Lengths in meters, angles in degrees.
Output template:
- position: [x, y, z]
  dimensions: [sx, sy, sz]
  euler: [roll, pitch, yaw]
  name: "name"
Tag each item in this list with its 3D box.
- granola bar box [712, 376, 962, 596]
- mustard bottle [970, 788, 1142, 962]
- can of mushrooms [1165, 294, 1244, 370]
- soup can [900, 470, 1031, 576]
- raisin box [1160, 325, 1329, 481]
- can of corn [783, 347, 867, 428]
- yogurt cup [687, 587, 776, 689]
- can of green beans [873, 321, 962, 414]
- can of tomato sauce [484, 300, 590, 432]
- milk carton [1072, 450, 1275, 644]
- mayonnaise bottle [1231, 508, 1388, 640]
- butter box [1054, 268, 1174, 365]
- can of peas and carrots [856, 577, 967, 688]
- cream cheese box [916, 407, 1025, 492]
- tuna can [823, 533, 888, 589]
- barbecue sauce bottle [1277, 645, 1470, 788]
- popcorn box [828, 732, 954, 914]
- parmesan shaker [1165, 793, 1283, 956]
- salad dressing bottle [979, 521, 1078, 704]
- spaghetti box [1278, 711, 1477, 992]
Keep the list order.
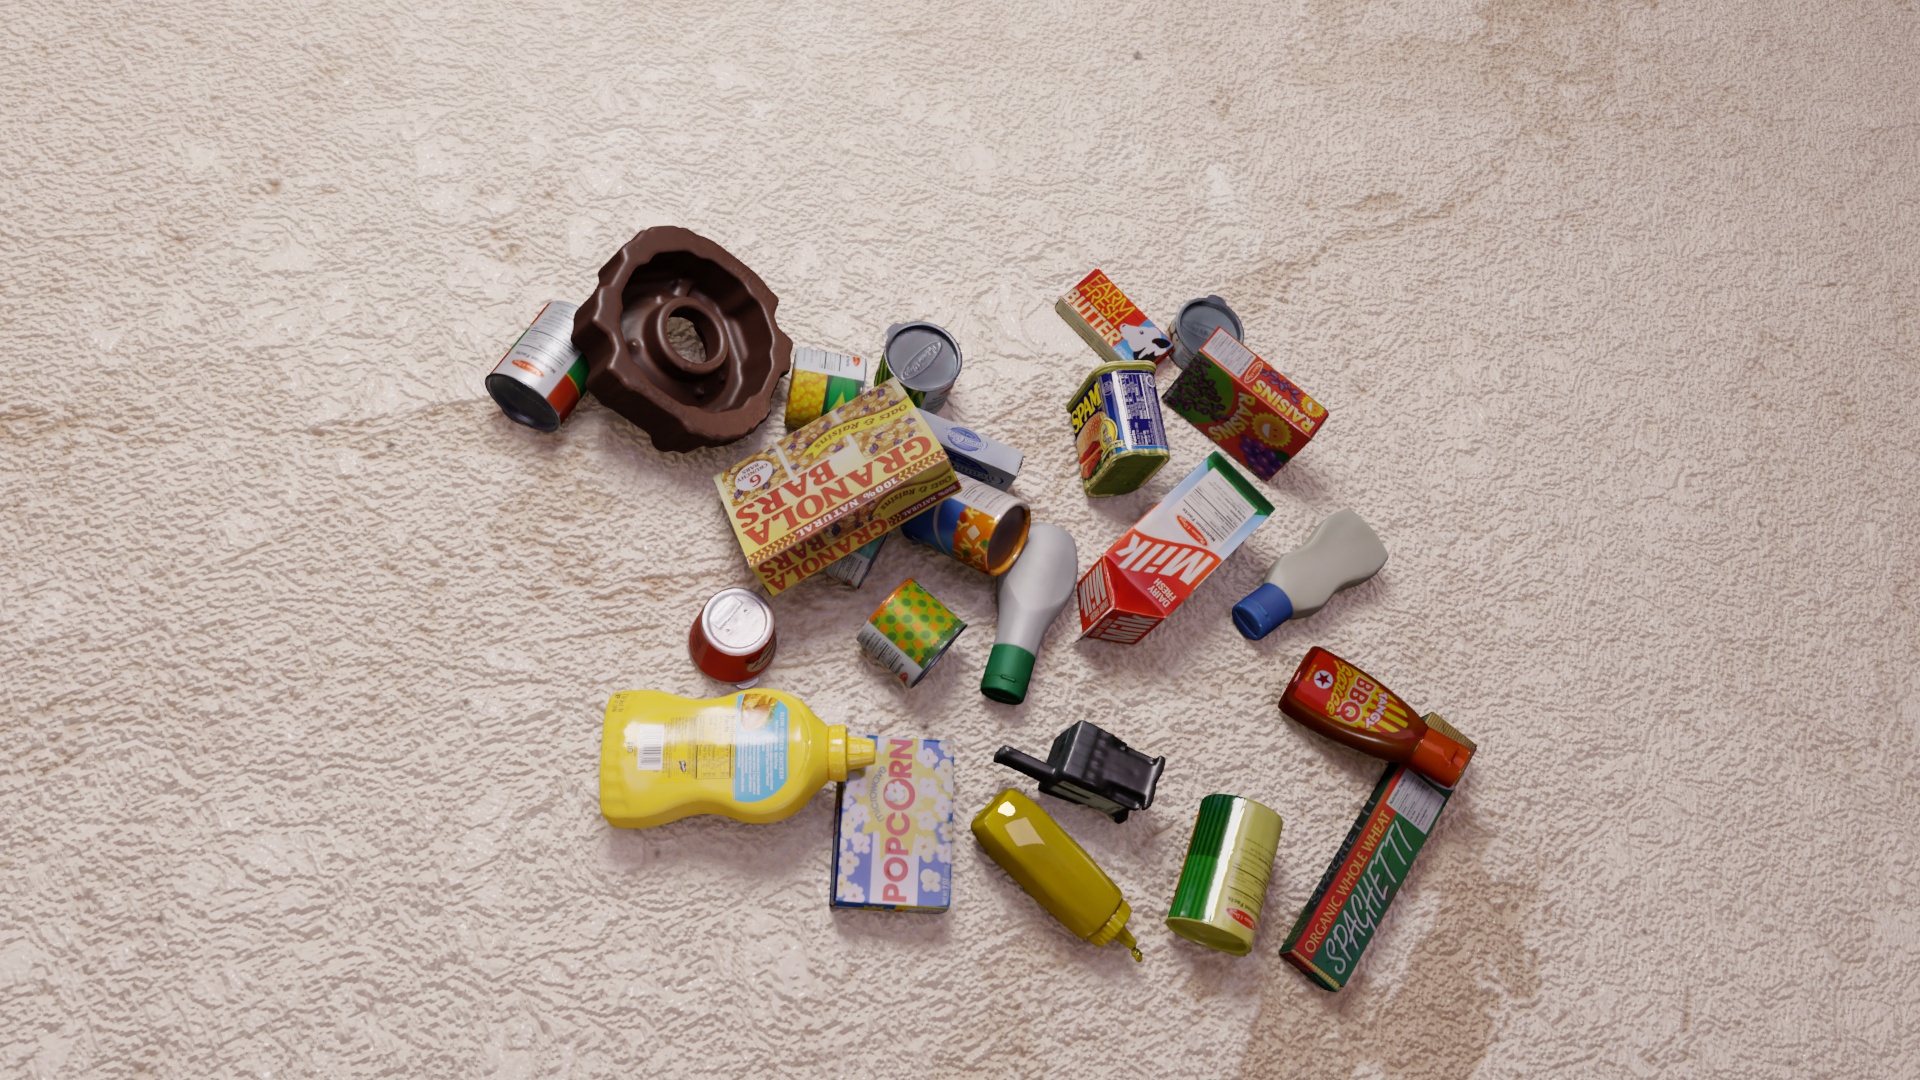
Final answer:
- position: [-0.096, -0.043, 1.066]
  dimensions: [0.166, 0.039, 0.125]
  euler: [-29, 42, -3]
  name: "granola bar box"
- position: [0.079, 0.254, 1.034]
  dimensions: [0.160, 0.065, 0.049]
  euler: [44, 70, 0]
  name: "mustard bottle"
- position: [0.223, -0.188, 1.270]
  dimensions: [0.071, 0.033, 0.071]
  euler: [5, 67, -12]
  name: "can of mushrooms"
- position: [0.004, -0.014, 1.108]
  dimensions: [0.084, 0.071, 0.071]
  euler: [25, 61, 28]
  name: "soup can"
- position: [0.249, -0.118, 1.218]
  dimensions: [0.123, 0.085, 0.040]
  euler: [40, 60, 4]
  name: "raisin box"
- position: [-0.112, -0.119, 1.140]
  dimensions: [0.058, 0.071, 0.071]
  euler: [9, 66, -10]
  name: "can of corn"
- position: [-0.171, 0.070, 1.050]
  dimensions: [0.072, 0.053, 0.072]
  euler: [5, 66, -12]
  name: "yogurt cup"
- position: [-0.037, -0.142, 1.171]
  dimensions: [0.071, 0.057, 0.071]
  euler: [5, 67, -12]
  name: "can of green beans"
- position: [-0.321, -0.136, 1.092]
  dimensions: [0.071, 0.071, 0.083]
  euler: [29, 61, -1]
  name: "can of tomato sauce"
- position: [0.165, 0.017, 1.148]
  dimensions: [0.073, 0.072, 0.191]
  euler: [46, 64, 7]
  name: "milk carton"
- position: [0.297, 0.033, 1.193]
  dimensions: [0.148, 0.041, 0.065]
  euler: [-32, 77, -23]
  name: "mayonnaise bottle"
- position: [0.139, -0.193, 1.256]
  dimensions: [0.053, 0.024, 0.103]
  euler: [-40, 82, -24]
  name: "butter box"
- position: [-0.037, 0.070, 1.078]
  dimensions: [0.059, 0.070, 0.071]
  euler: [41, 64, 5]
  name: "can of peas and carrots"
- position: [-0.002, -0.073, 1.153]
  dimensions: [0.104, 0.053, 0.024]
  euler: [22, 69, -4]
  name: "cream cheese box"
- position: [-0.078, 0.000, 1.097]
  dimensions: [0.033, 0.070, 0.071]
  euler: [28, 64, -1]
  name: "tuna can"
- position: [0.339, 0.148, 1.133]
  dimensions: [0.149, 0.043, 0.065]
  euler: [30, 64, 17]
  name: "barbecue sauce bottle"
- position: [-0.050, 0.210, 1.031]
  dimensions: [0.085, 0.038, 0.127]
  euler: [6, 67, -11]
  name: "popcorn box"
- position: [0.204, 0.255, 1.063]
  dimensions: [0.071, 0.071, 0.103]
  euler: [24, 64, -3]
  name: "parmesan shaker"
- position: [0.053, 0.058, 1.118]
  dimensions: [0.064, 0.043, 0.148]
  euler: [19, 66, 0]
  name: "salad dressing bottle"
- position: [0.338, 0.247, 1.119]
  dimensions: [0.050, 0.028, 0.251]
  euler: [38, 64, 4]
  name: "spaghetti box"
